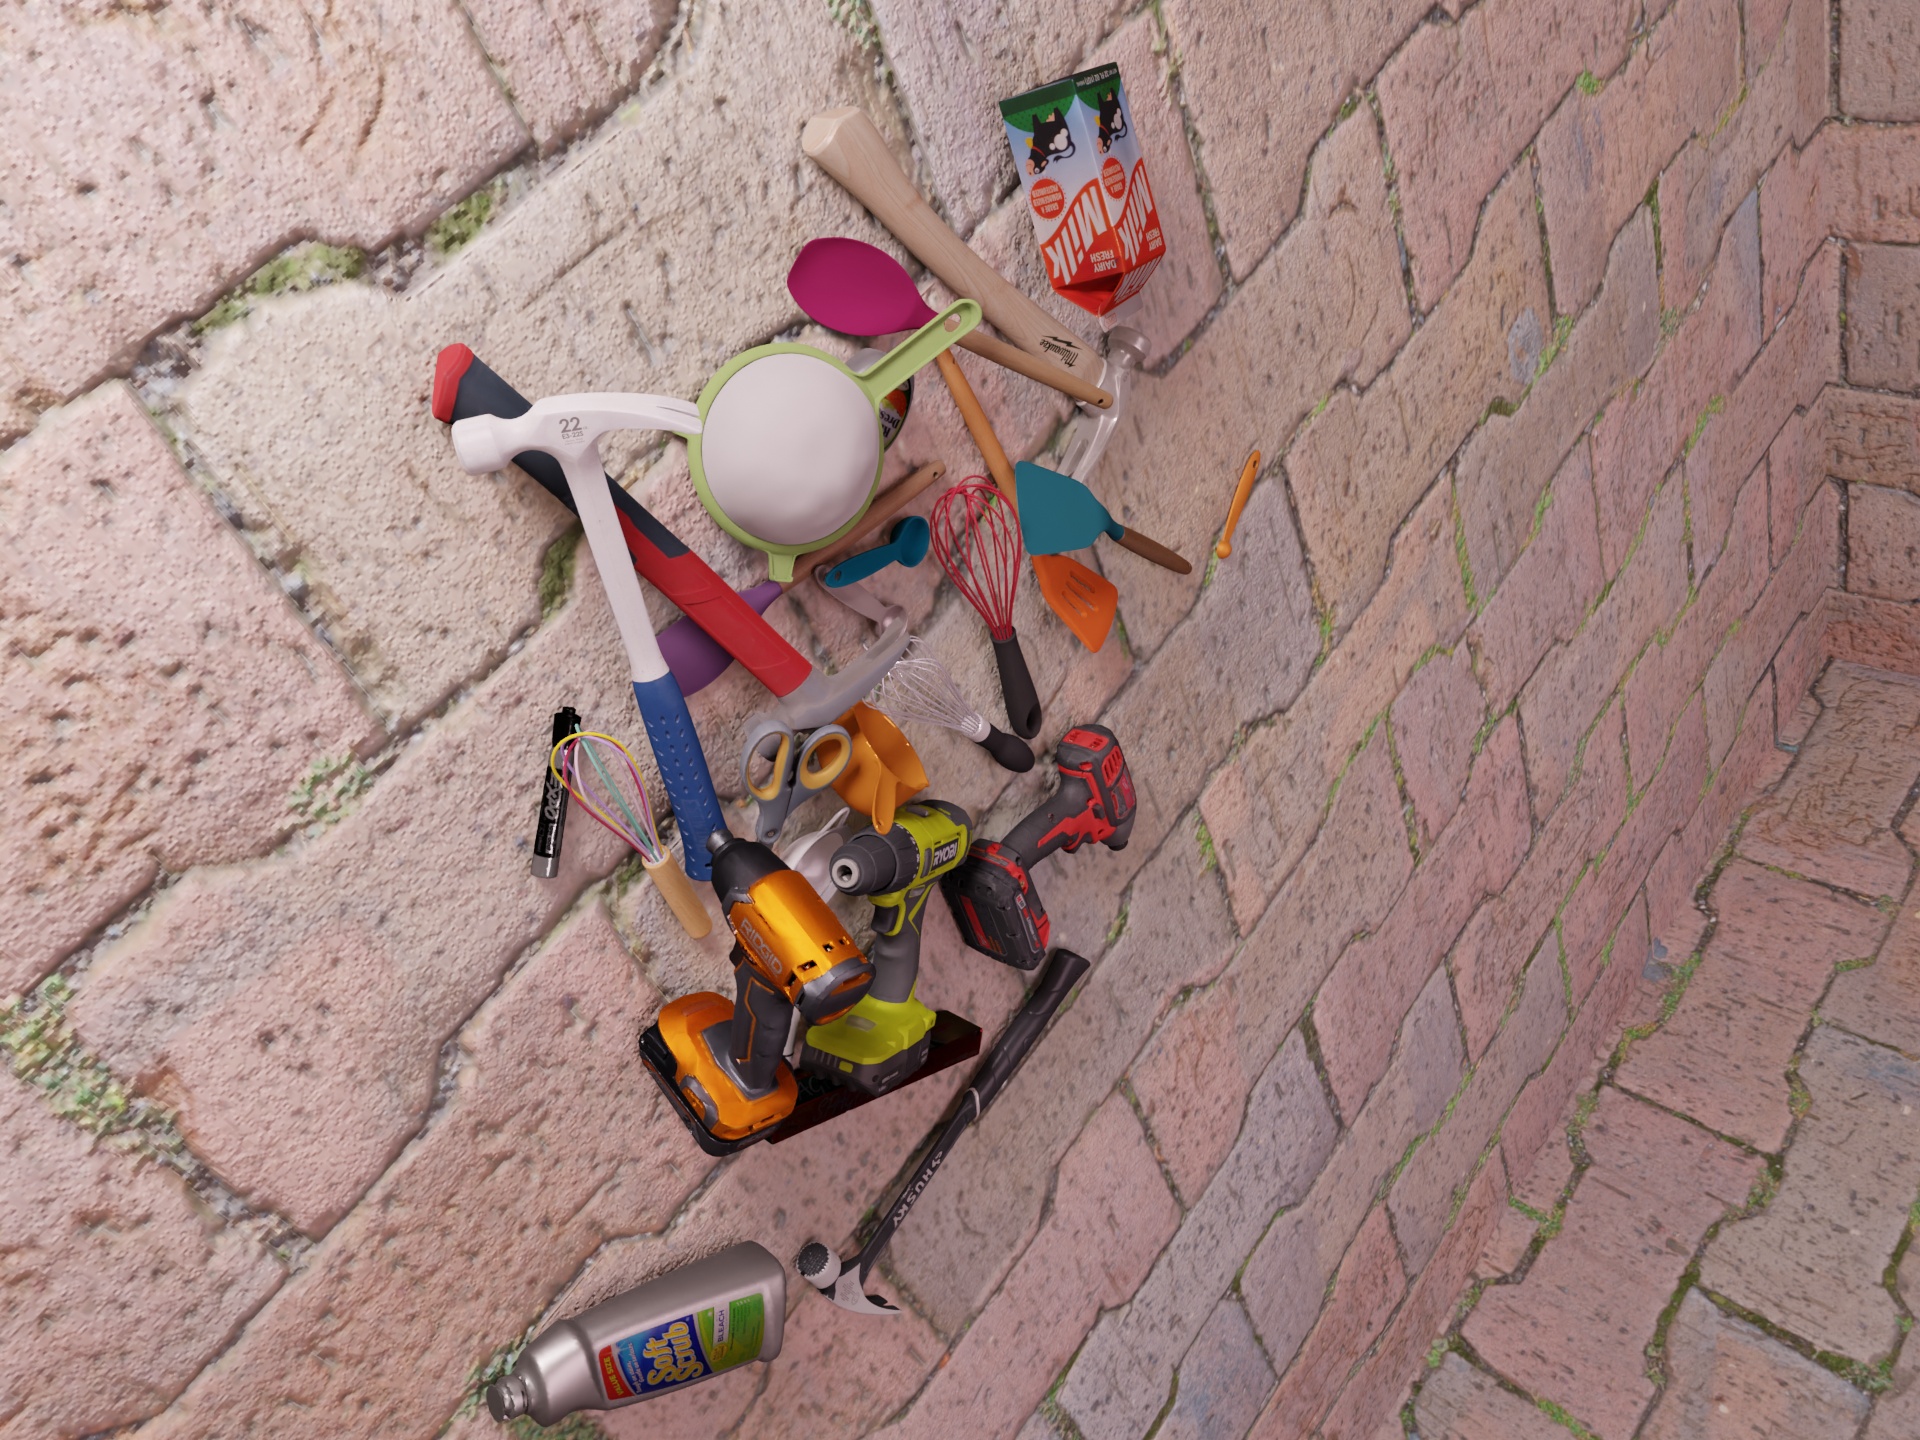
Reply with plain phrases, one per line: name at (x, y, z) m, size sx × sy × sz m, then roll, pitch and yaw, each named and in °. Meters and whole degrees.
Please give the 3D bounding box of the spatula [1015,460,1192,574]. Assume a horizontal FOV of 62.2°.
spatula at (0.141, -0.165, 1.444) m, size 0.317 × 0.044 × 0.082 m, roll 12°, pitch 69°, yaw -61°

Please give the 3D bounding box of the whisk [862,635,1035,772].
whisk at (-0.003, -0.005, 1.350) m, size 0.284 × 0.070 × 0.070 m, roll 35°, pitch 79°, yaw -57°

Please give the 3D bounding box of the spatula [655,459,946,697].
spatula at (-0.121, -0.114, 1.211) m, size 0.316 × 0.018 × 0.059 m, roll -41°, pitch 131°, yaw -28°

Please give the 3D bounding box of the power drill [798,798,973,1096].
power drill at (-0.066, 0.184, 1.312) m, size 0.190 × 0.080 × 0.228 m, roll -15°, pitch 118°, yaw -66°

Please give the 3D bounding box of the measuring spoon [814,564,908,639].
measuring spoon at (-0.082, -0.095, 1.255) m, size 0.124 × 0.018 × 0.034 m, roll 34°, pitch 78°, yaw -52°

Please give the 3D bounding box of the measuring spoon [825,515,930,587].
measuring spoon at (-0.070, -0.130, 1.247) m, size 0.128 × 0.021 × 0.042 m, roll -31°, pitch 130°, yaw -46°

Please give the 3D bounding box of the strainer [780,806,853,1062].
strainer at (-0.133, 0.181, 1.298) m, size 0.087 × 0.050 × 0.258 m, roll -18°, pitch 124°, yaw -56°

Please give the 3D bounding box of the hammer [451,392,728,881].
hammer at (-0.206, -0.041, 1.076) m, size 0.144 × 0.035 × 0.405 m, roll -14°, pitch 132°, yaw -5°

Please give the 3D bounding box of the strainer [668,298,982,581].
strainer at (-0.072, -0.222, 1.131) m, size 0.256 × 0.069 × 0.151 m, roll -41°, pitch 116°, yaw -14°

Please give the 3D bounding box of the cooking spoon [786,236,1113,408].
cooking spoon at (0.003, -0.296, 1.229) m, size 0.318 × 0.017 × 0.068 m, roll 15°, pitch 121°, yaw -38°

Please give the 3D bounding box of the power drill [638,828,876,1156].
power drill at (-0.160, 0.196, 1.172) m, size 0.084 × 0.164 × 0.226 m, roll -15°, pitch 144°, yaw -44°

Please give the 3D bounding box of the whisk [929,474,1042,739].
whisk at (0.032, -0.088, 1.362) m, size 0.073 × 0.073 × 0.295 m, roll -45°, pitch 140°, yaw -26°

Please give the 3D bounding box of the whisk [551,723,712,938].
whisk at (-0.230, 0.085, 1.141) m, size 0.047 × 0.051 × 0.244 m, roll -38°, pitch 141°, yaw -16°

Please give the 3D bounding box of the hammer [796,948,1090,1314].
hammer at (0.004, 0.387, 1.530) m, size 0.409 × 0.036 × 0.149 m, roll -52°, pitch 137°, yaw -20°

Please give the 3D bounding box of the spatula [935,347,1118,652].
spatula at (0.056, -0.190, 1.356) m, size 0.322 × 0.041 × 0.081 m, roll 58°, pitch 42°, yaw -40°

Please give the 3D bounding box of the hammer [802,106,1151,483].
hammer at (0.014, -0.335, 1.259) m, size 0.410 × 0.038 × 0.146 m, roll 29°, pitch 84°, yaw -48°

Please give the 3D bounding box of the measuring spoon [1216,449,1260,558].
measuring spoon at (0.286, -0.219, 1.617) m, size 0.021 × 0.011 × 0.117 m, roll 20°, pitch 90°, yaw -49°

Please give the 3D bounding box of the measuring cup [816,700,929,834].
measuring cup at (-0.074, 0.053, 1.229) m, size 0.052 × 0.174 × 0.095 m, roll -37°, pitch 111°, yaw 18°

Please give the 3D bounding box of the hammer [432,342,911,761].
hammer at (-0.192, -0.121, 1.071) m, size 0.143 × 0.038 × 0.385 m, roll -39°, pitch 130°, yaw 7°

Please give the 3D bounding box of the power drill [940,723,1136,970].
power drill at (0.087, 0.120, 1.489) m, size 0.220 × 0.079 × 0.143 m, roll -46°, pitch 134°, yaw -29°
